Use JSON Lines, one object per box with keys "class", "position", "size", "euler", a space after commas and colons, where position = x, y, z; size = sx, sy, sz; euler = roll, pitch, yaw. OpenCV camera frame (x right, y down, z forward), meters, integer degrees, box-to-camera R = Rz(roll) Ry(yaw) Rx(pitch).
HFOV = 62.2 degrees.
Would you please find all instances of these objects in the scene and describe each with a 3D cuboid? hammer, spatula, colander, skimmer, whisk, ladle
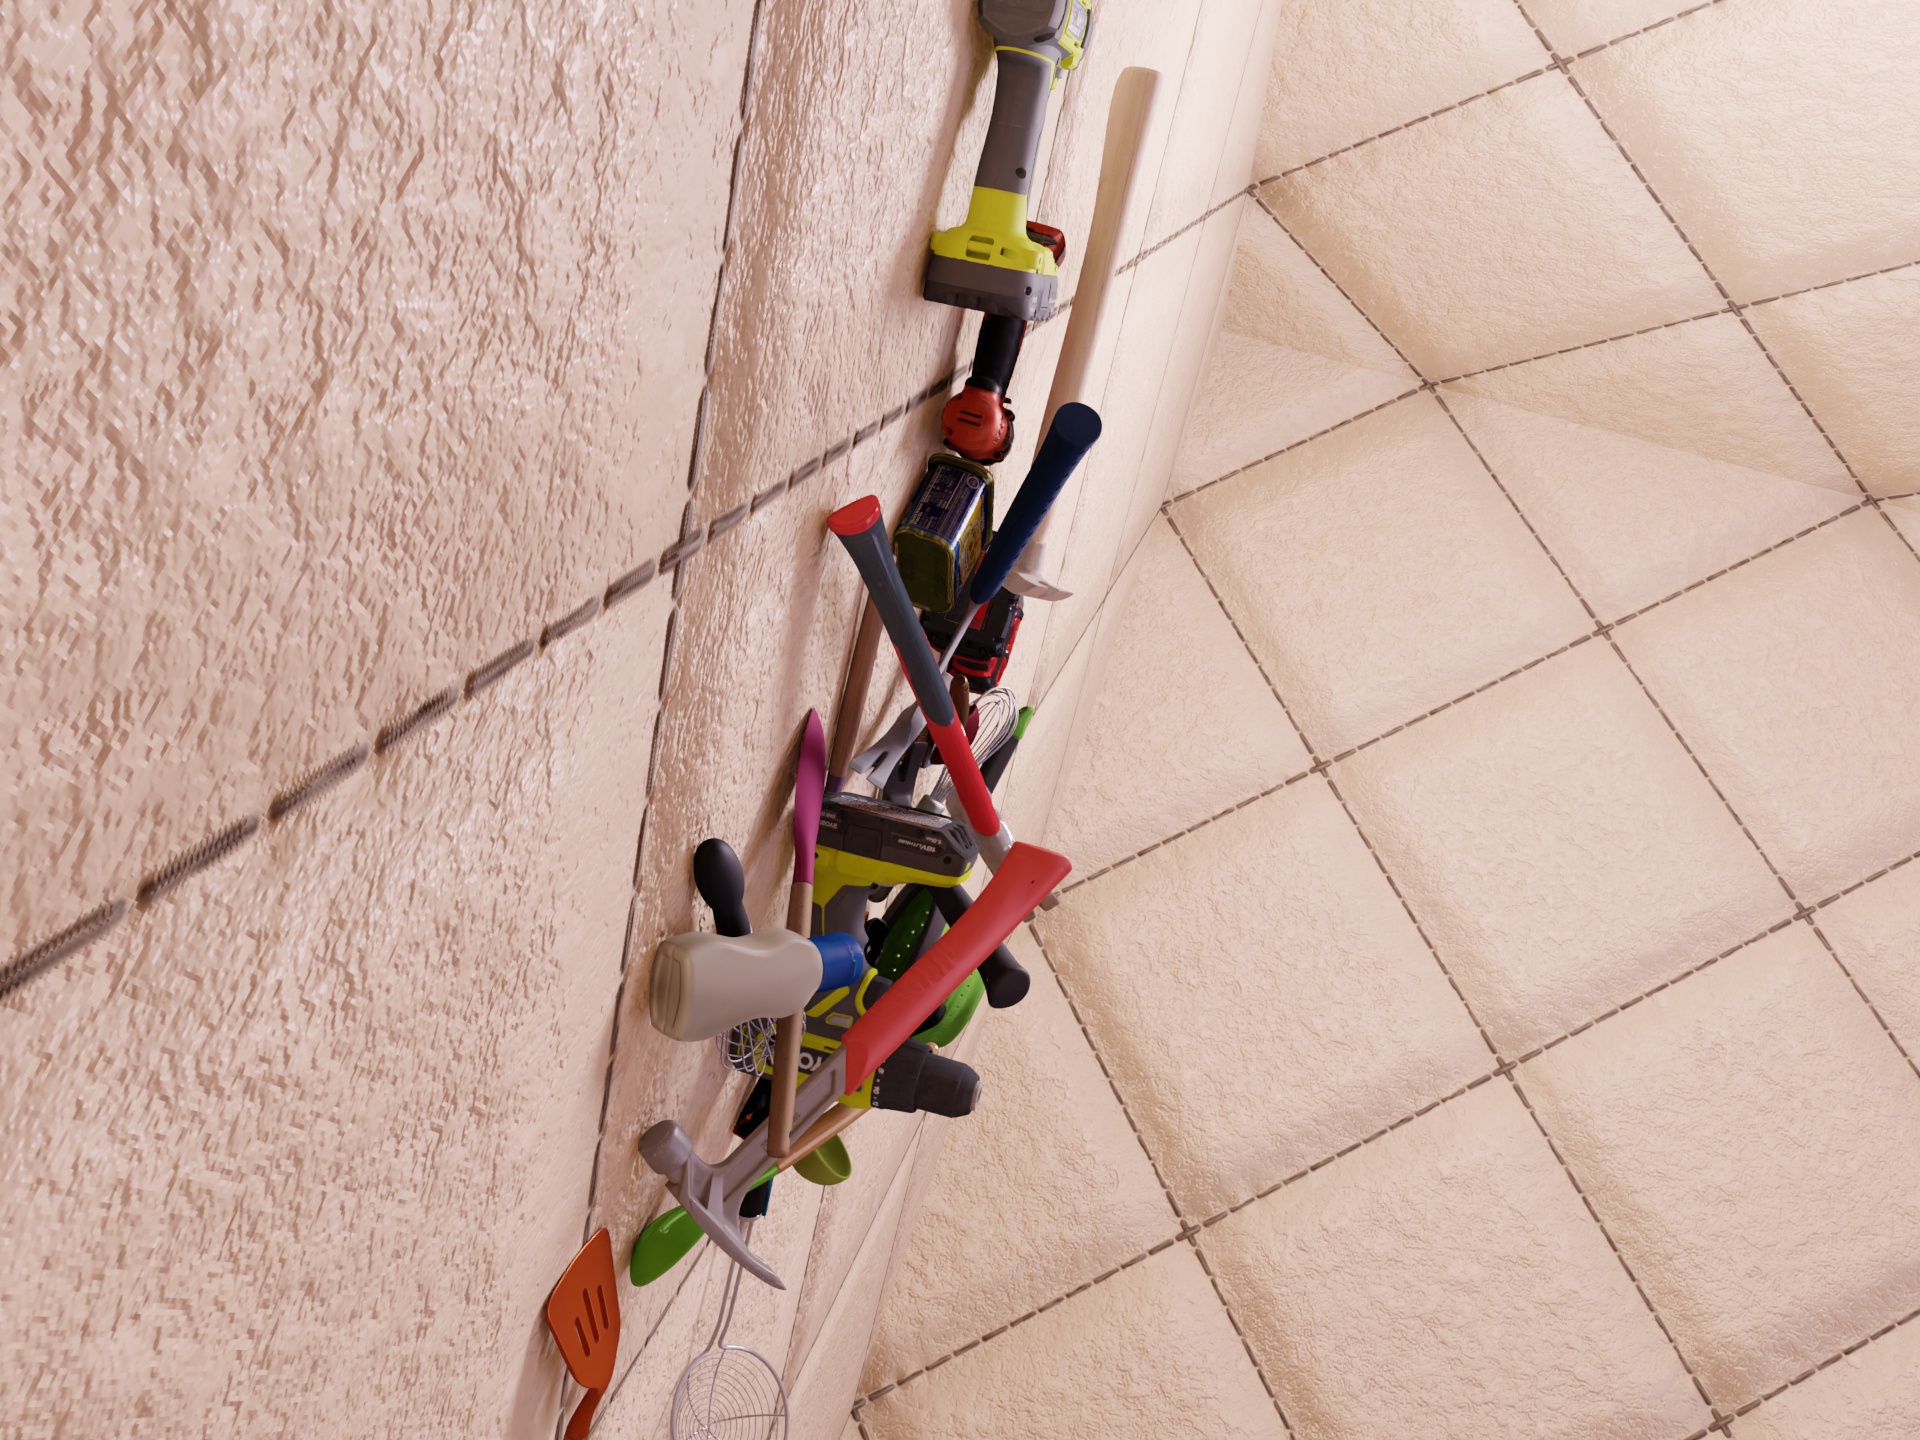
{"class": "hammer", "position": [0.011, -0.088, 1.218], "size": [0.144, 0.035, 0.405], "euler": [-51, 176, -38]}
{"class": "spatula", "position": [-0.090, 0.017, 1.240], "size": [0.060, 0.018, 0.315], "euler": [-54, 160, -65]}
{"class": "spatula", "position": [-0.265, 0.481, 1.049], "size": [0.081, 0.041, 0.322], "euler": [-53, 163, -65]}
{"class": "hammer", "position": [-0.013, -0.005, 1.149], "size": [0.038, 0.143, 0.385], "euler": [-29, 138, -6]}
{"class": "hammer", "position": [0.097, -0.297, 1.245], "size": [0.146, 0.038, 0.410], "euler": [-133, -126, -70]}
{"class": "colander", "position": [0.004, 0.176, 1.545], "size": [0.397, 0.094, 0.204], "euler": [-62, -169, -9]}
{"class": "skimmer", "position": [-0.177, 0.497, 1.381], "size": [0.127, 0.090, 0.363], "euler": [-1, 109, -47]}
{"class": "whisk", "position": [-0.146, 0.164, 1.071], "size": [0.284, 0.070, 0.070], "euler": [88, 21, -52]}
{"class": "hammer", "position": [-0.049, 0.223, 1.118], "size": [0.359, 0.149, 0.037], "euler": [-43, -156, -18]}
{"class": "hammer", "position": [-0.013, 0.136, 1.332], "size": [0.335, 0.035, 0.146], "euler": [-131, -135, -61]}
{"class": "ladle", "position": [-0.123, 0.295, 1.426], "size": [0.078, 0.062, 0.320], "euler": [-117, -153, -53]}
{"class": "whisk", "position": [-0.021, 0.071, 1.531], "size": [0.059, 0.058, 0.246], "euler": [30, 95, -48]}
{"class": "ladle", "position": [-0.002, -0.004, 1.352], "size": [0.069, 0.031, 0.315], "euler": [-55, 175, -8]}

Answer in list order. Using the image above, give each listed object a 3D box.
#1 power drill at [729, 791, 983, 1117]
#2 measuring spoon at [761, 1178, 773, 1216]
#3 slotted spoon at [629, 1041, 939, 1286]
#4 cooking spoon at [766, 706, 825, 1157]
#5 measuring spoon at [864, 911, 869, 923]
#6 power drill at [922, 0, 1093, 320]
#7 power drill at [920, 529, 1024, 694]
{"class": "power drill", "position": [-0.060, 0.182, 1.201], "size": [0.080, 0.190, 0.228], "euler": [-16, 119, -78]}
{"class": "measuring spoon", "position": [-0.174, 0.381, 1.437], "size": [0.042, 0.021, 0.129], "euler": [117, -17, -82]}
{"class": "slotted spoon", "position": [-0.124, 0.321, 1.193], "size": [0.314, 0.031, 0.070], "euler": [-28, -179, -43]}
{"class": "cooking spoon", "position": [-0.110, 0.137, 1.088], "size": [0.068, 0.017, 0.319], "euler": [85, 8, -62]}
{"class": "measuring spoon", "position": [-0.105, 0.205, 1.534], "size": [0.117, 0.011, 0.021], "euler": [-50, 156, -76]}
{"class": "power drill", "position": [0.043, -0.396, 1.098], "size": [0.171, 0.080, 0.223], "euler": [-46, 148, -70]}
{"class": "power drill", "position": [0.023, -0.108, 1.517], "size": [0.219, 0.078, 0.143], "euler": [60, 48, -81]}
